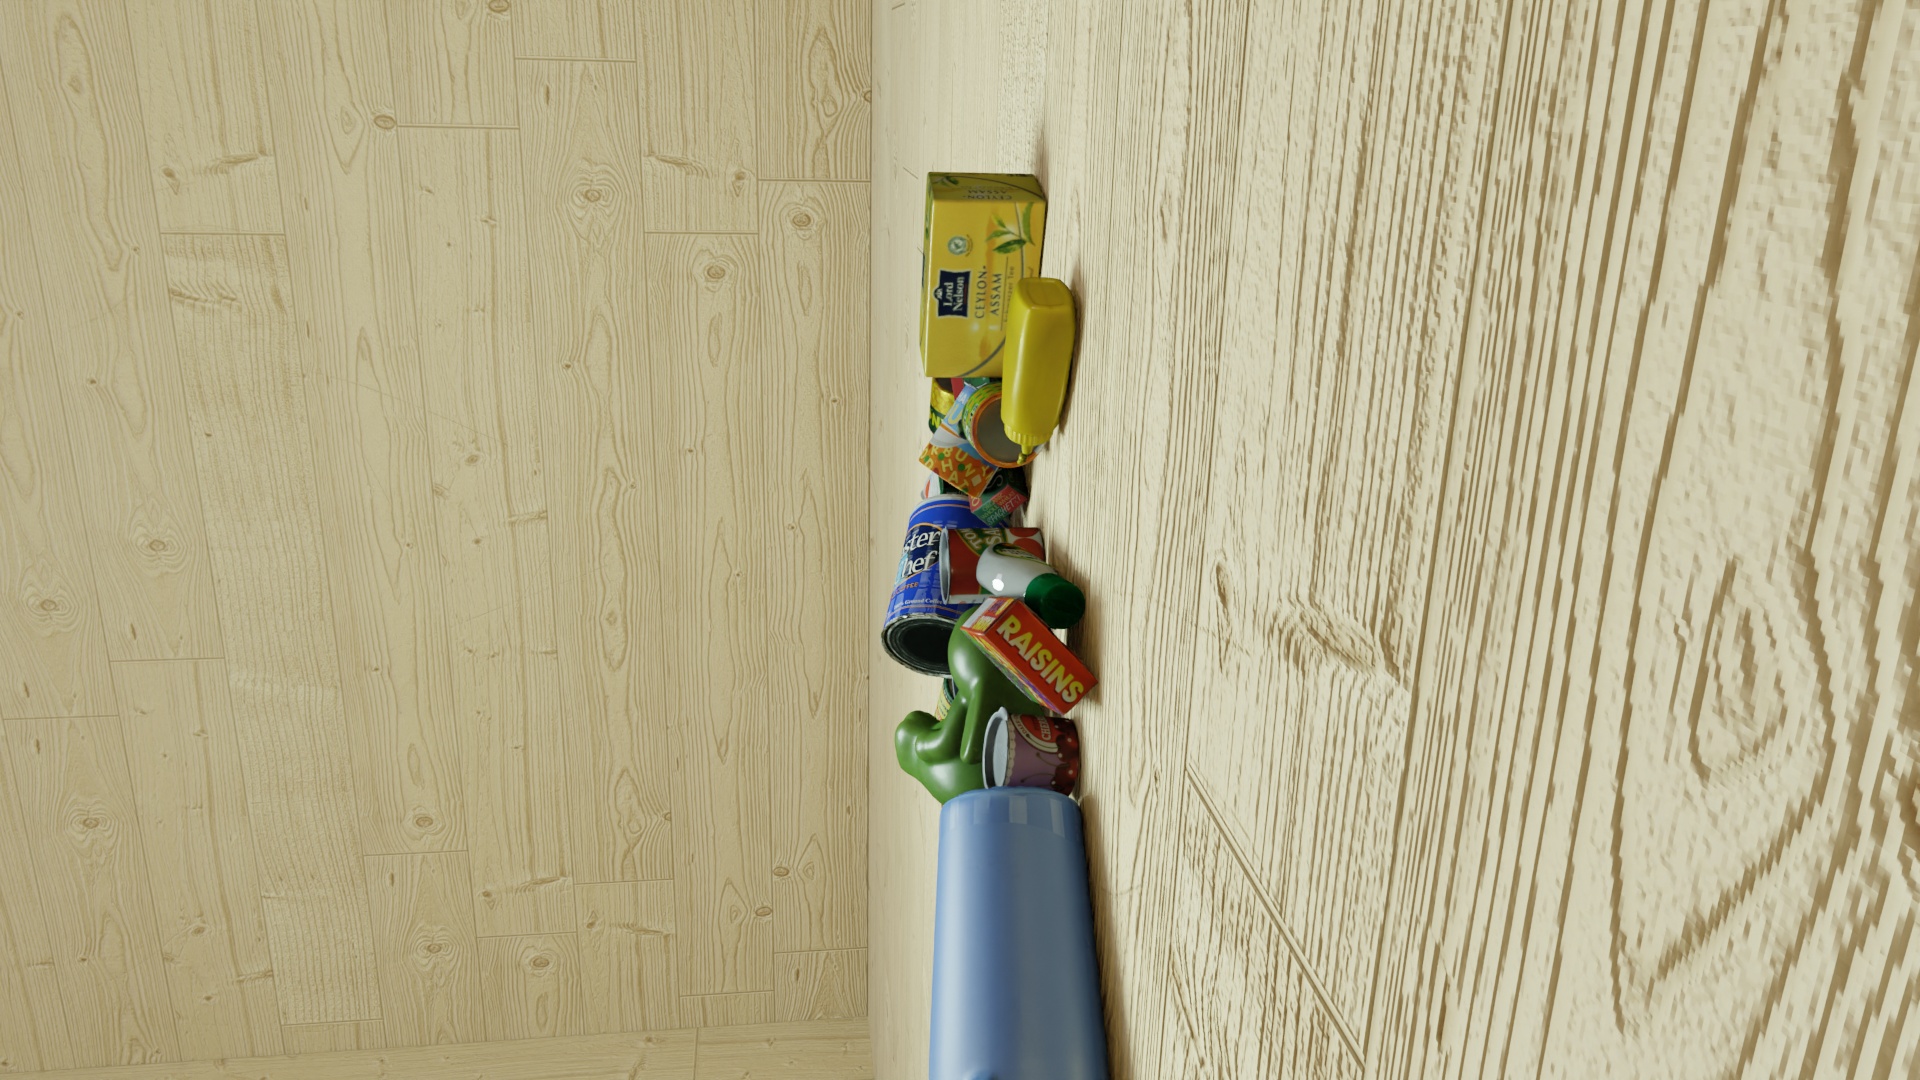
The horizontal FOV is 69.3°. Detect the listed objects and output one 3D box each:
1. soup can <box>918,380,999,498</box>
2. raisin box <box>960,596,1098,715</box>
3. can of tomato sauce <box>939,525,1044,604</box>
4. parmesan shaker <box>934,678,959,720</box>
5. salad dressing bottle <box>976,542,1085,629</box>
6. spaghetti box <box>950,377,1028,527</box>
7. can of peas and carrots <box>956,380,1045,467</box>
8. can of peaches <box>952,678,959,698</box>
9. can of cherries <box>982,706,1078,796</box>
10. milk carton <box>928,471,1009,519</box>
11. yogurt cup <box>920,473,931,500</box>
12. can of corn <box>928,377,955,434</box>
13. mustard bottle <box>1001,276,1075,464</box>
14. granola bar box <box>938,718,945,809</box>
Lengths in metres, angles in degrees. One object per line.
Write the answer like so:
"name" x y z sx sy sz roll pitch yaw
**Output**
"soup can" 0.009 -0.090 1.237 0.083 0.071 0.071 -57 12 4
"raisin box" 0.050 0.084 1.045 0.086 0.040 0.123 46 174 -4
"can of tomato sauce" 0.027 0.020 1.203 0.071 0.083 0.071 -178 87 -82
"parmesan shaker" 0.009 0.162 1.411 0.102 0.071 0.071 102 165 -59
"salad dressing bottle" 0.056 0.036 1.092 0.148 0.064 0.044 -147 75 -71
"spaghetti box" 0.023 -0.119 1.333 0.050 0.028 0.251 -38 39 28
"can of peas and carrots" 0.035 -0.098 1.173 0.059 0.071 0.070 -122 32 -74
"can of peaches" 0.024 0.124 1.334 0.071 0.058 0.071 -178 87 -82
"can of cherries" 0.054 0.166 1.076 0.071 0.058 0.071 -172 89 -75
"milk carton" 0.005 -0.018 1.407 0.189 0.072 0.074 100 167 -50
"yogurt cup" -0.001 -0.043 1.484 0.072 0.072 0.054 97 161 -45
"can of corn" 0.000 -0.141 1.437 0.071 0.071 0.058 -101 13 -51
"mustard bottle" 0.058 -0.125 1.082 0.065 0.049 0.159 -100 11 -48
"granola bar box" 0.014 0.269 1.351 0.123 0.039 0.166 62 -161 -57
